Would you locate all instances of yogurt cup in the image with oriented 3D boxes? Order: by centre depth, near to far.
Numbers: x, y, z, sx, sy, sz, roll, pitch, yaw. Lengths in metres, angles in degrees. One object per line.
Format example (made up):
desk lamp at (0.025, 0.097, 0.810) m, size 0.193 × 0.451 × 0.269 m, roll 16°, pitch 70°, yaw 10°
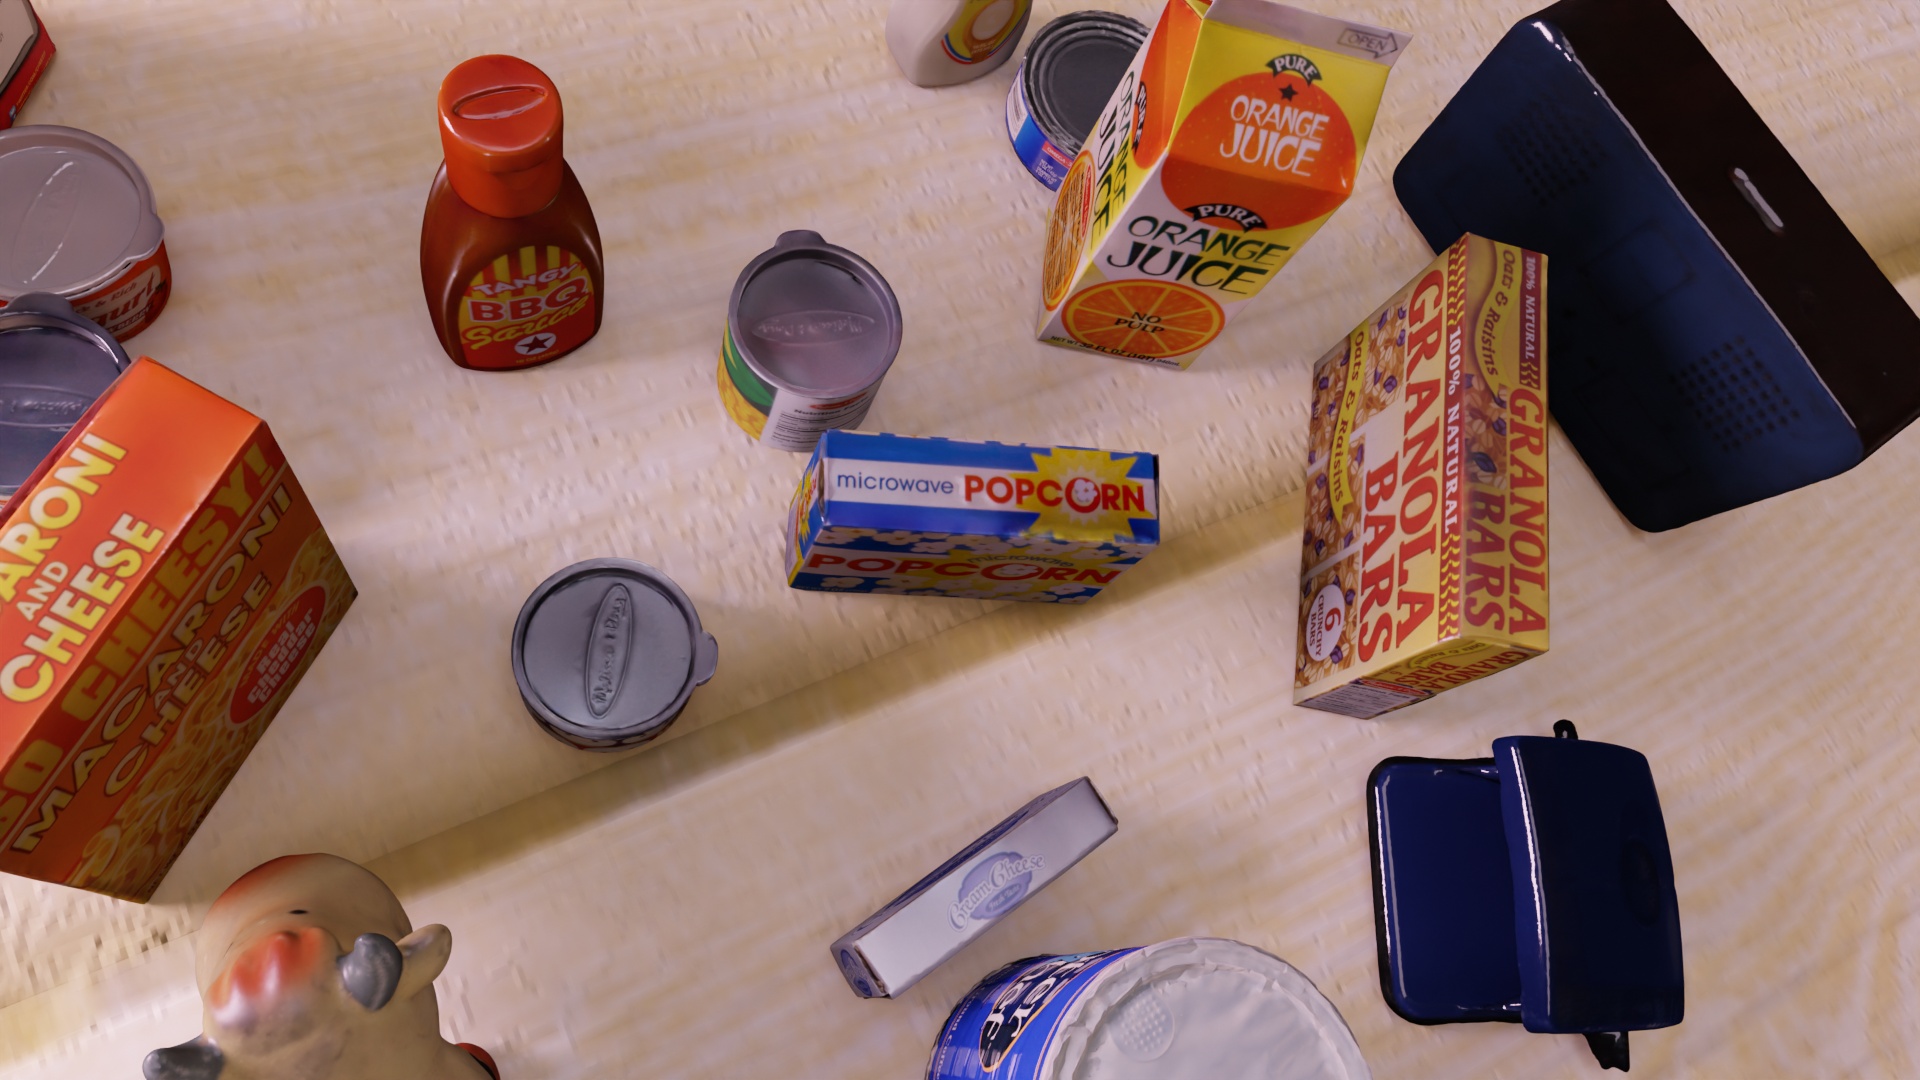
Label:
yogurt cup at (-0.315, -0.103, 0.490) m, size 0.072 × 0.053 × 0.072 m, roll 5°, pitch 70°, yaw -14°

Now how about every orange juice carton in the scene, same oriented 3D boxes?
orange juice carton at (0.093, -0.143, 0.541) m, size 0.072 × 0.192 × 0.073 m, roll 10°, pitch 70°, yaw -12°

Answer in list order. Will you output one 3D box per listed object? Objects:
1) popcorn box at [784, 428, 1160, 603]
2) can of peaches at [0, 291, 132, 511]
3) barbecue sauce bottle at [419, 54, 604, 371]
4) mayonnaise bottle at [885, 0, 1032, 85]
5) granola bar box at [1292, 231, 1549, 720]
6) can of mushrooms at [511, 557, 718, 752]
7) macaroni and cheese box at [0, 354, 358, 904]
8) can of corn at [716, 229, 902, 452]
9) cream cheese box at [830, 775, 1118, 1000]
popcorn box at (0.002, -0.007, 0.527) m, size 0.127 × 0.085 × 0.038 m, roll 3°, pitch 71°, yaw -14°
can of peaches at (-0.306, -0.039, 0.468) m, size 0.071 × 0.058 × 0.071 m, roll 5°, pitch 70°, yaw -14°
barbecue sauce bottle at (-0.157, -0.109, 0.484) m, size 0.065 × 0.148 × 0.044 m, roll -19°, pitch 78°, yaw -20°
mayonnaise bottle at (0.012, -0.252, 0.581) m, size 0.065 × 0.147 × 0.041 m, roll -24°, pitch 79°, yaw -21°
granola bar box at (0.185, -0.021, 0.561) m, size 0.039 × 0.123 × 0.166 m, roll 13°, pitch 69°, yaw -11°
can of mushrooms at (-0.125, 0.043, 0.503) m, size 0.071 × 0.033 × 0.071 m, roll 5°, pitch 70°, yaw -14°
macaroni and cheese box at (-0.238, 0.036, 0.402) m, size 0.040 × 0.166 × 0.124 m, roll 28°, pitch 67°, yaw -5°
can of corn at (-0.062, -0.077, 0.549) m, size 0.071 × 0.058 × 0.071 m, roll 5°, pitch 70°, yaw -14°
cream cheese box at (0.004, 0.125, 0.499) m, size 0.104 × 0.053 × 0.024 m, roll -31°, pitch 82°, yaw -23°
